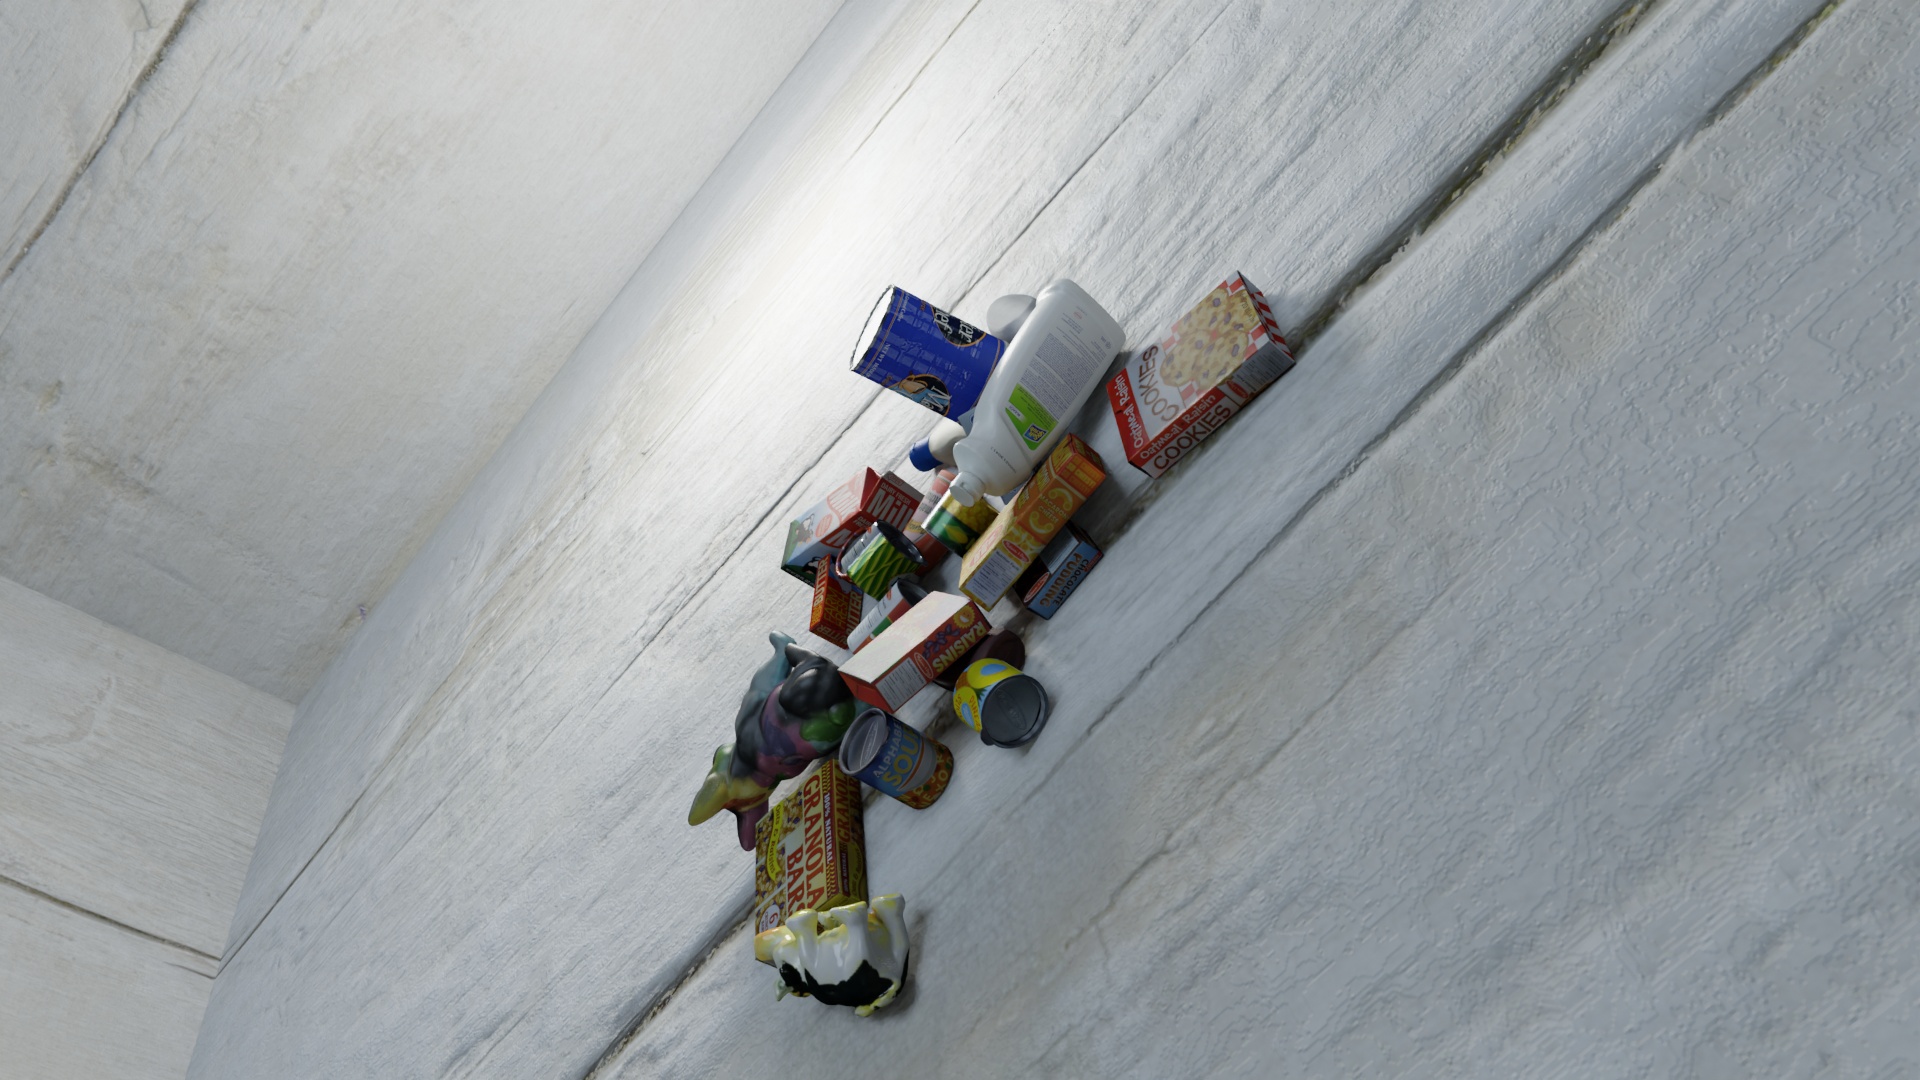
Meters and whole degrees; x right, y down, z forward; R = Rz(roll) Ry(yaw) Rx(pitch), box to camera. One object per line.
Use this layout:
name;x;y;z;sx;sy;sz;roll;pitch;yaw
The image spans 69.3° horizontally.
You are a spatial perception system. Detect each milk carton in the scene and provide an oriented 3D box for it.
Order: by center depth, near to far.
milk carton;-0.118;-0.019;1.592;0.190;0.072;0.074;-32;37;36

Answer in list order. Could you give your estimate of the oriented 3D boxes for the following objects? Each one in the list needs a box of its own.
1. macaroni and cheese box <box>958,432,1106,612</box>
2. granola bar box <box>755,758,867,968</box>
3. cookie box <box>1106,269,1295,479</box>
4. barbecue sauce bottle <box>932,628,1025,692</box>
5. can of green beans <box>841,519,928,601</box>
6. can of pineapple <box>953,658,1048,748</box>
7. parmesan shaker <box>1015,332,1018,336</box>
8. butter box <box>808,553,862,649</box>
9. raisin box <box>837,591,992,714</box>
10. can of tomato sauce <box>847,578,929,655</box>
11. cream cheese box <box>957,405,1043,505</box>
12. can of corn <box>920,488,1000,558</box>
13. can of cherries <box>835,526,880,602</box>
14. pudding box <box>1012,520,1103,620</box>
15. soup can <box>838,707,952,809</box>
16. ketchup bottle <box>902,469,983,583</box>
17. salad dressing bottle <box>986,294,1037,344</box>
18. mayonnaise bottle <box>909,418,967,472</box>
macaroni and cheese box;0.066;-0.021;1.310;0.166;0.040;0.124;-50;7;11
granola bar box;-0.147;0.310;1.340;0.124;0.039;0.166;-42;32;23
cookie box;0.213;-0.151;1.265;0.167;0.040;0.123;-41;33;25
barbecue sauce bottle;-0.003;0.115;1.318;0.148;0.043;0.065;-6;47;55
can of green beans;-0.080;0.021;1.434;0.057;0.071;0.071;-48;30;12
can of pineapple;0.033;0.142;1.211;0.071;0.071;0.058;-59;28;-5
parmesan shaker;0.074;-0.164;1.452;0.071;0.071;0.103;-14;49;50
butter box;-0.138;0.068;1.556;0.024;0.053;0.104;-37;34;35
raisin box;-0.042;0.101;1.276;0.124;0.040;0.086;-39;18;-19
can of tomato sauce;-0.063;0.092;1.409;0.083;0.071;0.071;-48;30;15
cream cheese box;0.044;-0.094;1.408;0.053;0.104;0.024;-30;-2;36
can of corn;0.005;-0.018;1.419;0.058;0.071;0.071;-53;29;4
can of cherries;-0.097;0.025;1.531;0.071;0.058;0.072;-36;35;31
pudding box;0.088;0.026;1.284;0.083;0.030;0.050;-50;31;11
soup can;-0.057;0.200;1.271;0.071;0.083;0.072;-37;35;31
ketchup bottle;-0.037;-0.001;1.484;0.149;0.043;0.065;-57;35;0
salad dressing bottle;0.079;-0.239;1.550;0.064;0.044;0.148;-44;30;-4
mayonnaise bottle;0.001;-0.115;1.546;0.147;0.041;0.065;-23;41;46
